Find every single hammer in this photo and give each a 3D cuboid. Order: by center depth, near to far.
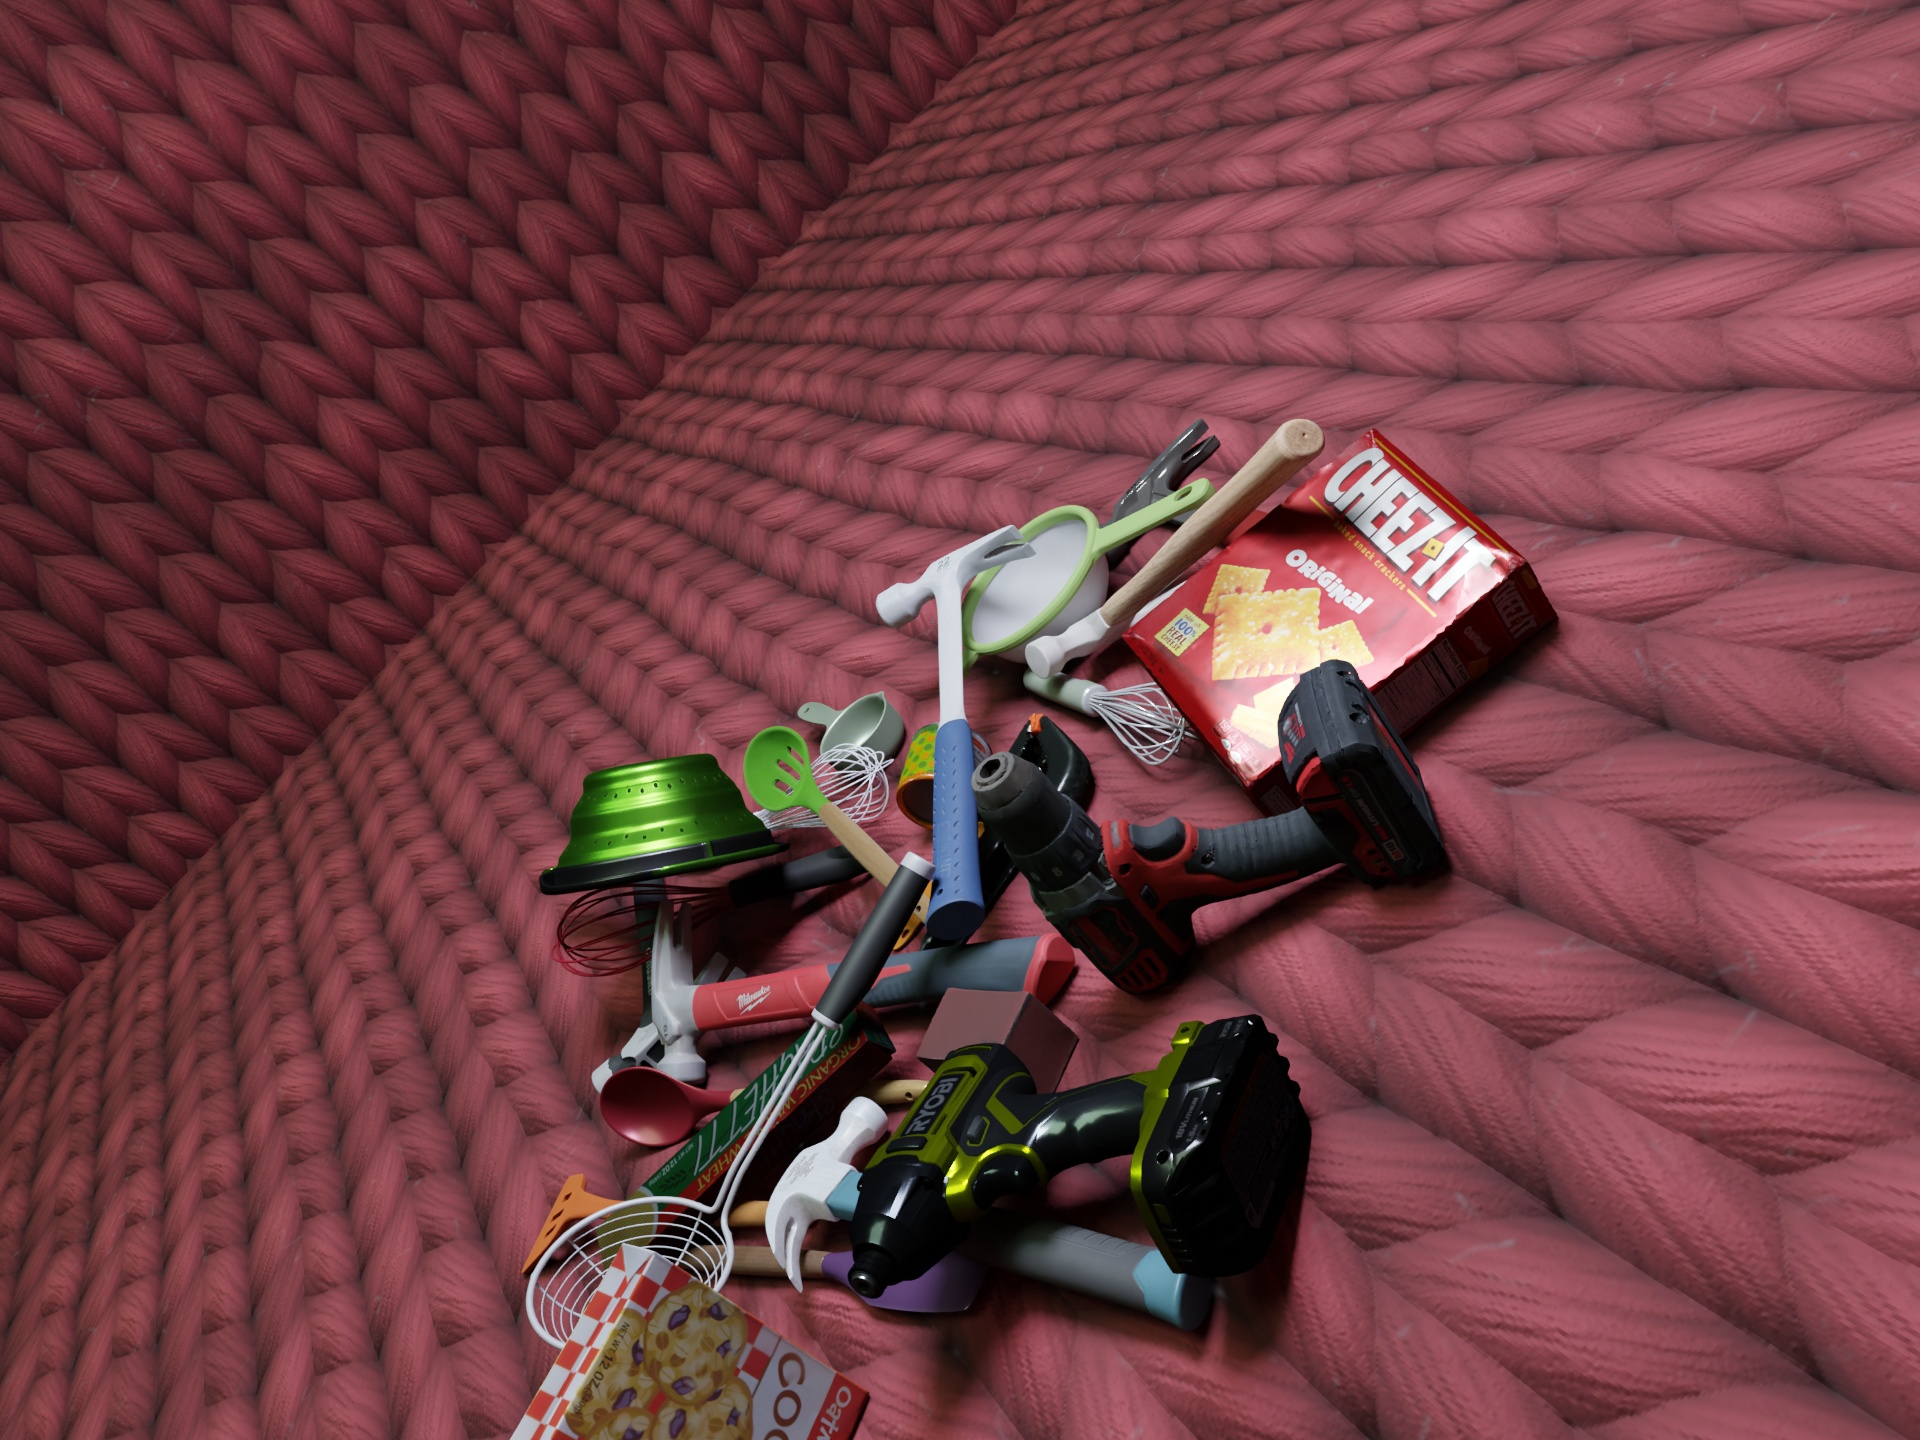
[{"bbox_3d":[0.007,0.286,0.897,0.331,0.033,0.128,-4,32,48],"label":"hammer"},{"bbox_3d":[0.157,-0.119,1.108,0.130,0.031,0.331,-28,-8,-26],"label":"hammer"},{"bbox_3d":[-0.085,0.175,1.133,0.386,0.038,0.143,-15,71,37],"label":"hammer"},{"bbox_3d":[-0.002,-0.004,1.183,0.144,0.035,0.406,-29,35,21],"label":"hammer"},{"bbox_3d":[0.228,-0.152,1.218,0.149,0.036,0.359,-46,27,-4],"label":"hammer"},{"bbox_3d":[-0.269,0.189,1.416,0.146,0.035,0.335,-41,27,7],"label":"hammer"}]

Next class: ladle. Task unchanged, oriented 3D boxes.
[{"bbox_3d":[-0.141,0.268,1.127,0.315,0.069,0.031,-13,17,37],"label":"ladle"}]

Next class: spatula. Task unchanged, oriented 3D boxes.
[{"bbox_3d":[-0.098,0.339,0.997,0.316,0.018,0.060,-15,33,41],"label":"spatula"},{"bbox_3d":[-0.214,0.353,1.131,0.322,0.041,0.081,-13,41,38],"label":"spatula"}]

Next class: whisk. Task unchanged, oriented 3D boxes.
[{"bbox_3d":[0.105,-0.014,1.185,0.246,0.057,0.059,26,103,65],"label":"whisk"},{"bbox_3d":[-0.202,0.147,1.299,0.296,0.073,0.073,-17,34,10],"label":"whisk"},{"bbox_3d":[-0.160,0.084,1.395,0.284,0.070,0.070,-25,33,41],"label":"whisk"}]

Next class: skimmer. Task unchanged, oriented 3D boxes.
[{"bbox_3d":[-0.135,0.232,1.000,0.127,0.090,0.363,24,80,49],"label":"skimmer"}]

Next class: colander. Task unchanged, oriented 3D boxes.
[{"bbox_3d":[-0.293,0.090,1.378,0.204,0.094,0.397,-9,-2,-33],"label":"colander"}]

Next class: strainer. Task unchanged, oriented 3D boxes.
[{"bbox_3d":[0.111,-0.118,1.281,0.256,0.069,0.152,-25,36,37],"label":"strainer"}]

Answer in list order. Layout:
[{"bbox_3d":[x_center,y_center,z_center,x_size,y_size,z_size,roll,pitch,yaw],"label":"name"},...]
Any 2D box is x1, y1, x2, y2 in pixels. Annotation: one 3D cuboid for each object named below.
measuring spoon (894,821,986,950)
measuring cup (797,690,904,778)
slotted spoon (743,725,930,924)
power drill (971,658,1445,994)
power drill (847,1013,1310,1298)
[{"bbox_3d":[-0.014,0.125,1.191,0.117,0.011,0.021,-54,30,-11],"label":"measuring spoon"},{"bbox_3d":[-0.104,0.010,1.439,0.083,0.038,0.168,-50,26,-11],"label":"measuring cup"},{"bbox_3d":[-0.093,0.083,1.233,0.314,0.031,0.070,37,104,53],"label":"slotted spoon"},{"bbox_3d":[0.135,0.054,0.903,0.226,0.187,0.080,-28,32,21],"label":"power drill"},{"bbox_3d":[0.053,0.230,0.825,0.223,0.080,0.171,-16,19,33],"label":"power drill"}]
